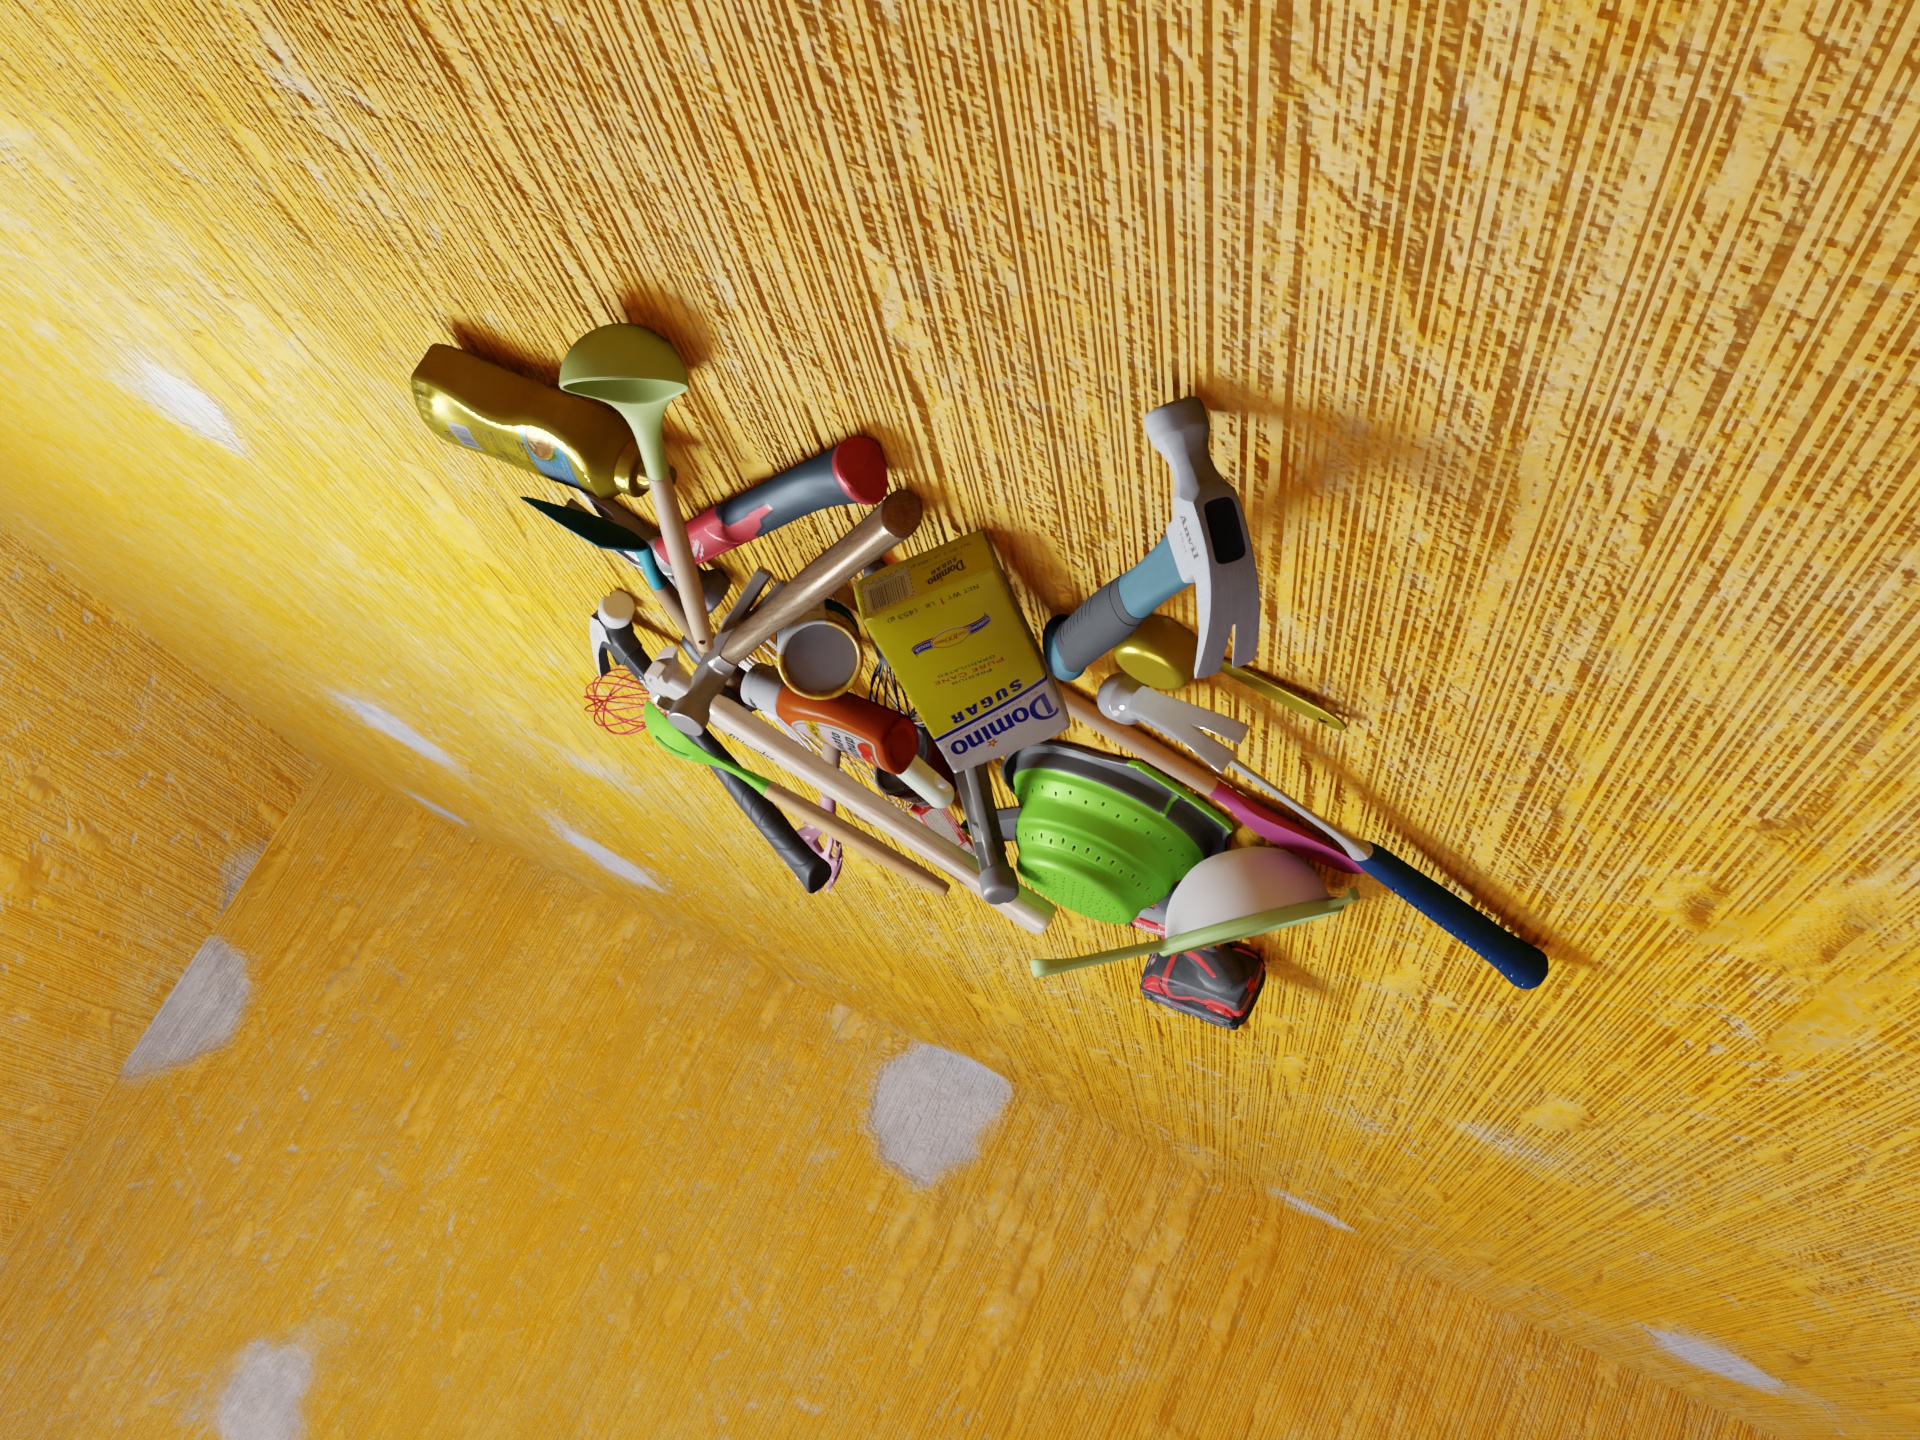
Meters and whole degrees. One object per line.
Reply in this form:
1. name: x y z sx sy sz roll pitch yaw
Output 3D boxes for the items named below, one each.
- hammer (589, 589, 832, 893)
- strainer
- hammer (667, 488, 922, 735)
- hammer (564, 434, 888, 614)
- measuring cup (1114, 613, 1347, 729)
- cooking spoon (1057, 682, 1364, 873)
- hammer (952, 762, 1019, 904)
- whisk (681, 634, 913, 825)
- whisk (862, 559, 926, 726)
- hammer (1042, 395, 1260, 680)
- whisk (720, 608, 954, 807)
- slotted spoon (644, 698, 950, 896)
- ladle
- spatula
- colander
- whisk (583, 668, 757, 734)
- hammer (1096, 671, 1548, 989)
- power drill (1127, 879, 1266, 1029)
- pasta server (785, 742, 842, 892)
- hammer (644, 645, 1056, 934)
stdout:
1. hammer: -0.239 0.030 1.517 0.335 0.035 0.146 50 156 2
2. strainer: 0.173 0.147 1.258 0.256 0.069 0.151 -10 168 -12
3. hammer: -0.116 -0.089 1.132 0.031 0.130 0.331 33 150 -18
4. hammer: -0.165 -0.151 1.118 0.143 0.038 0.386 37 160 -22
5. measuring cup: 0.169 -0.021 1.012 0.156 0.029 0.062 26 162 11
6. cooking spoon: 0.168 0.037 1.192 0.318 0.017 0.069 30 168 -9
7. hammer: -0.002 -0.004 1.224 0.036 0.149 0.358 -14 144 0
8. whisk: -0.153 0.006 1.508 0.284 0.070 0.070 41 158 -22
9. whisk: -0.051 -0.054 1.216 0.055 0.055 0.238 22 156 15
10. hammer: 0.097 -0.070 0.911 0.331 0.033 0.128 139 114 -77
11. whisk: -0.102 -0.008 1.338 0.246 0.058 0.059 40 122 -4
12. slotted spoon: -0.147 0.072 1.394 0.314 0.031 0.070 30 170 2
13. ladle: -0.199 -0.139 1.069 0.078 0.062 0.319 -1 145 2
14. spatula: -0.236 -0.088 1.250 0.082 0.044 0.317 31 165 26
15. colander: 0.079 0.117 1.410 0.204 0.094 0.397 33 161 -17
16. whisk: -0.295 -0.021 1.619 0.296 0.073 0.073 -1 147 45
17. hammer: 0.276 0.089 1.116 0.405 0.035 0.144 33 179 -24
18. power drill: 0.206 0.206 1.511 0.143 0.078 0.219 16 156 30
19. pasta server: -0.125 0.056 1.470 0.060 0.040 0.316 32 144 17
20. hammer: -0.093 0.064 1.376 0.410 0.038 0.146 33 168 -4
